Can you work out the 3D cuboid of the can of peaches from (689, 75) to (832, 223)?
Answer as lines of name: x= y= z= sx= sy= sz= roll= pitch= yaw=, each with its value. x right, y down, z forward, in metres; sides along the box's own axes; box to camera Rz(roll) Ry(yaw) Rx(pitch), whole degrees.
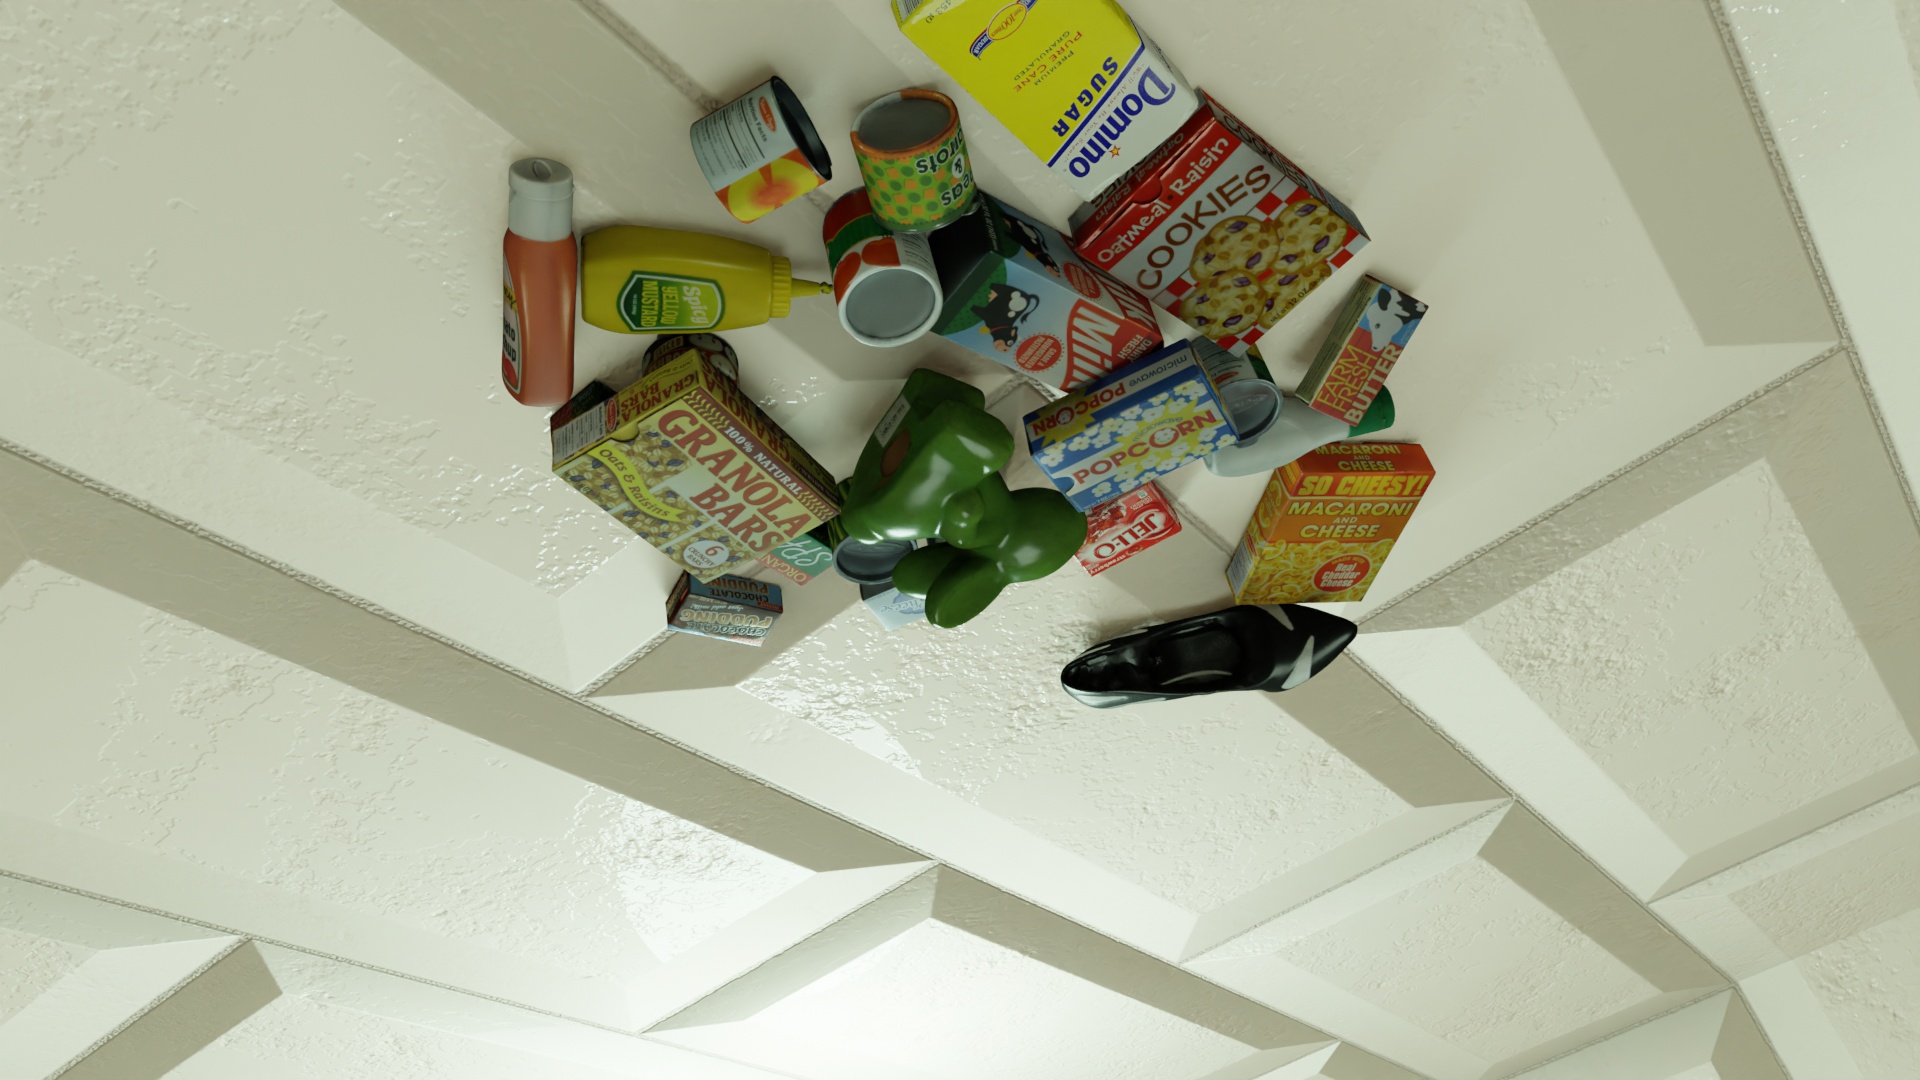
can of peaches: x=-0.115 y=-0.226 z=0.812 sx=0.058 sy=0.071 sz=0.071 roll=-25 pitch=138 yaw=13

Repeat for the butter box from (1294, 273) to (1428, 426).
butter box: x=0.295 y=-0.139 z=1.025 sx=0.053 sy=0.024 sz=0.103 roll=17 pitch=110 yaw=-28

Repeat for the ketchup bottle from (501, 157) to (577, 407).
ketchup bottle: x=-0.259 y=-0.159 z=0.854 sx=0.043 sy=0.065 sz=0.148 roll=-7 pitch=131 yaw=-26

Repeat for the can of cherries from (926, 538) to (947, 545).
can of cherries: x=0.004 y=-0.014 z=1.079 sx=0.058 sy=0.072 sz=0.071 roll=-8 pitch=139 yaw=-8

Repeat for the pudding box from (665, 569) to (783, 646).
pudding box: x=-0.193 y=0.054 z=1.131 sx=0.084 sy=0.030 sz=0.049 roll=15 pitch=133 yaw=-28

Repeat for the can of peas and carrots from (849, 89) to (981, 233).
can of peas and carrots: x=-0.026 y=-0.227 z=0.831 sx=0.071 sy=0.071 sz=0.058 roll=-15 pitch=138 yaw=2

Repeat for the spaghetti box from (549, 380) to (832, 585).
spaghetti box: x=-0.187 y=-0.037 z=1.031 sx=0.050 sy=0.029 sz=0.249 roll=-34 pitch=135 yaw=24

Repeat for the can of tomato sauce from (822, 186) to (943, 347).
can of tomato sauce: x=-0.051 y=-0.171 z=0.876 sx=0.071 sy=0.083 sz=0.070 roll=-8 pitch=138 yaw=-7

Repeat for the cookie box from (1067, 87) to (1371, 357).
cookie box: x=0.174 y=-0.206 z=0.929 sx=0.167 sy=0.040 sz=0.122 roll=25 pitch=126 yaw=-35

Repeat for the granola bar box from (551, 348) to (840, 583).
granola bar box: x=-0.180 y=-0.045 z=0.964 sx=0.124 sy=0.039 sz=0.165 roll=-27 pitch=139 yaw=17

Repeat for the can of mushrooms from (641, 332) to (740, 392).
can of mushrooms: x=-0.185 y=-0.110 z=0.947 sx=0.071 sy=0.033 sz=0.070 roll=-7 pitch=139 yaw=-6

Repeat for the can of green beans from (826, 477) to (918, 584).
can of green beans: x=-0.069 y=-0.009 z=1.071 sx=0.071 sy=0.058 sz=0.071 roll=-8 pitch=139 yaw=-7

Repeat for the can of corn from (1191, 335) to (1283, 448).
can of corn: x=0.198 y=-0.111 z=1.028 sx=0.071 sy=0.058 sz=0.070 roll=-8 pitch=138 yaw=-7

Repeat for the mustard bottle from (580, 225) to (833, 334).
mustard bottle: x=-0.159 y=-0.163 z=0.882 sx=0.160 sy=0.049 sz=0.065 roll=-1 pitch=139 yaw=-14

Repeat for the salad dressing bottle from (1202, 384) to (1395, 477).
salad dressing bottle: x=0.262 y=-0.089 z=1.084 sx=0.148 sy=0.044 sz=0.064 roll=-13 pitch=137 yaw=-3

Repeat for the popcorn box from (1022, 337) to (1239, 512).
popcorn box: x=0.117 y=-0.077 z=0.951 sx=0.126 sy=0.038 sz=0.085 roll=-25 pitch=144 yaw=16

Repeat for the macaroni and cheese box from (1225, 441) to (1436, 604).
macaroni and cheese box: x=0.311 y=-0.013 z=1.183 sx=0.124 sy=0.040 sz=0.165 roll=-1 pitch=138 yaw=-14

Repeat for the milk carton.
milk carton: x=0.067 y=-0.154 z=0.935 sx=0.190 sy=0.073 sz=0.073 roll=19 pitch=130 yaw=-33

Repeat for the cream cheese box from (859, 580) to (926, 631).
cream cheese box: x=-0.026 y=0.036 z=1.160 sx=0.104 sy=0.024 sz=0.053 roll=-23 pitch=139 yaw=11
